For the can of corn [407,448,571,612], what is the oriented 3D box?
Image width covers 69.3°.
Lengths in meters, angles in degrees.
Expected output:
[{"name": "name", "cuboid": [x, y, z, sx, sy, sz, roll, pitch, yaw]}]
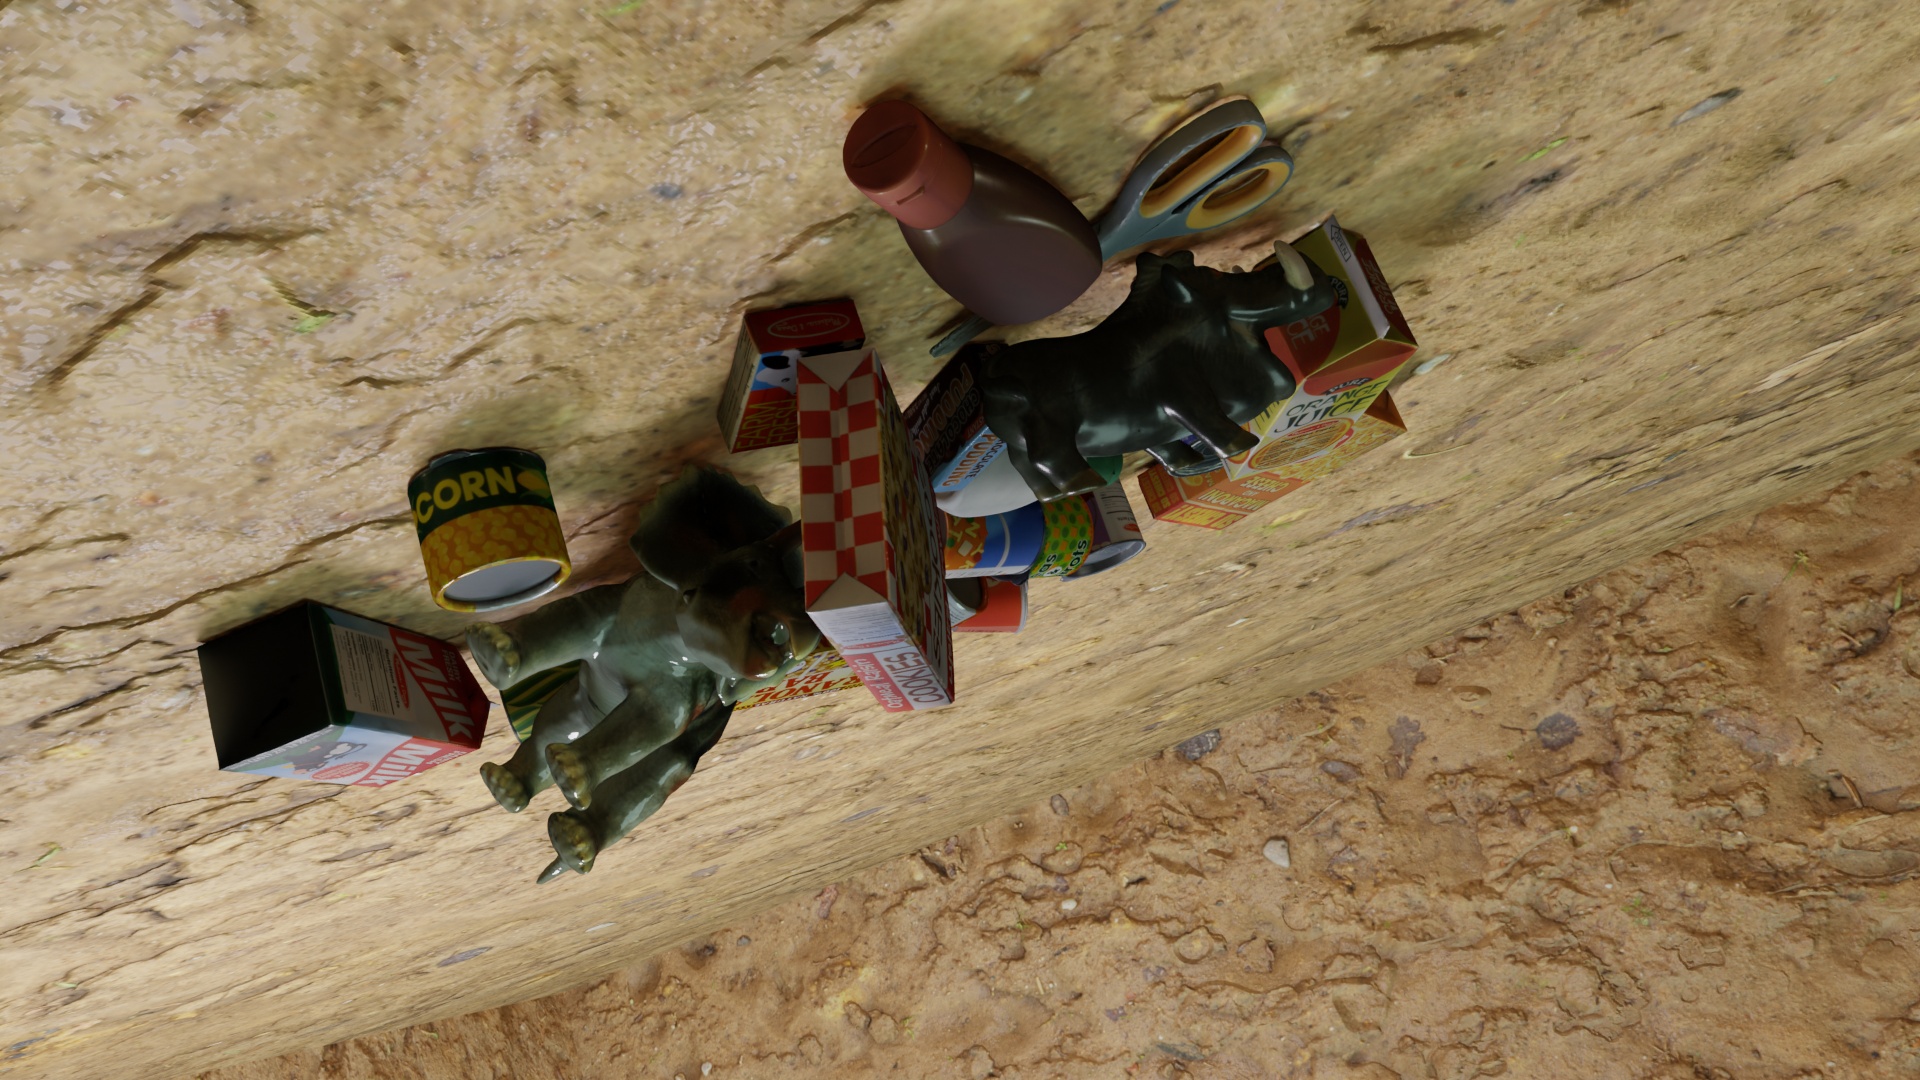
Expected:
[{"name": "can of corn", "cuboid": [-0.229, -0.005, 0.673, 0.071, 0.058, 0.071, -18, 163, -6]}]

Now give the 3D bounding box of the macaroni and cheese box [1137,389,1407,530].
[{"name": "macaroni and cheese box", "cuboid": [0.231, -0.065, 1.028, 0.166, 0.040, 0.124, -30, 161, 28]}]

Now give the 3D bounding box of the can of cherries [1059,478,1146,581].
[{"name": "can of cherries", "cuboid": [0.092, -0.010, 1.012, 0.071, 0.058, 0.071, -19, 164, -6]}]

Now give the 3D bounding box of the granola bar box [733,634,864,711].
[{"name": "granola bar box", "cuboid": [-0.115, 0.091, 1.126, 0.166, 0.039, 0.123, -7, 158, -36]}]

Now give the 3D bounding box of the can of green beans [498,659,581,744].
[{"name": "can of green beans", "cuboid": [-0.271, 0.097, 0.924, 0.058, 0.071, 0.071, -17, 162, -11]}]

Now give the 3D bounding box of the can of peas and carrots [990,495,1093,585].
[{"name": "can of peas and carrots", "cuboid": [0.051, -0.004, 0.963, 0.059, 0.071, 0.070, -2, 156, -45]}]

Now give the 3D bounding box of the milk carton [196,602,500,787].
[{"name": "milk carton", "cuboid": [-0.353, 0.099, 0.829, 0.072, 0.073, 0.190, -22, 163, 6]}]

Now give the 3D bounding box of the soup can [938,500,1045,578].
[{"name": "soup can", "cuboid": [0.003, -0.011, 0.904, 0.084, 0.071, 0.071, -2, 156, -42]}]

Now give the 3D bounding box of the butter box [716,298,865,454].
[{"name": "butter box", "cuboid": [-0.083, -0.077, 0.669, 0.053, 0.024, 0.103, -12, 161, -22]}]

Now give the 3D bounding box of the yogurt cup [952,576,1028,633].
[{"name": "yogurt cup", "cuboid": [0.017, 0.042, 1.082, 0.054, 0.072, 0.072, -6, 160, -15]}]

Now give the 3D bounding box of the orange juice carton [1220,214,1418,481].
[{"name": "orange juice carton", "cuboid": [0.200, -0.109, 0.805, 0.073, 0.072, 0.192, -17, 163, -10]}]

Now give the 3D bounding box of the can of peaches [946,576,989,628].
[{"name": "can of peaches", "cuboid": [-0.020, 0.034, 1.015, 0.058, 0.071, 0.071, -30, 160, 27]}]

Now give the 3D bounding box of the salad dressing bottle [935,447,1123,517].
[{"name": "salad dressing bottle", "cuboid": [0.042, -0.047, 0.867, 0.148, 0.044, 0.064, -6, 139, -44]}]

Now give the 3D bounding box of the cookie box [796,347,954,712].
[{"name": "cookie box", "cuboid": [-0.038, 0.002, 0.671, 0.040, 0.123, 0.167, -8, 157, 6]}]

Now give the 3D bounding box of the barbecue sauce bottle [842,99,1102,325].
[{"name": "barbecue sauce bottle", "cuboid": [0.005, -0.132, 0.567, 0.064, 0.044, 0.148, -25, 162, 21]}]

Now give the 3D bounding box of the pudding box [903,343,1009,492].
[{"name": "pudding box", "cuboid": [0.003, -0.065, 0.757, 0.030, 0.050, 0.083, -6, 158, -34]}]
